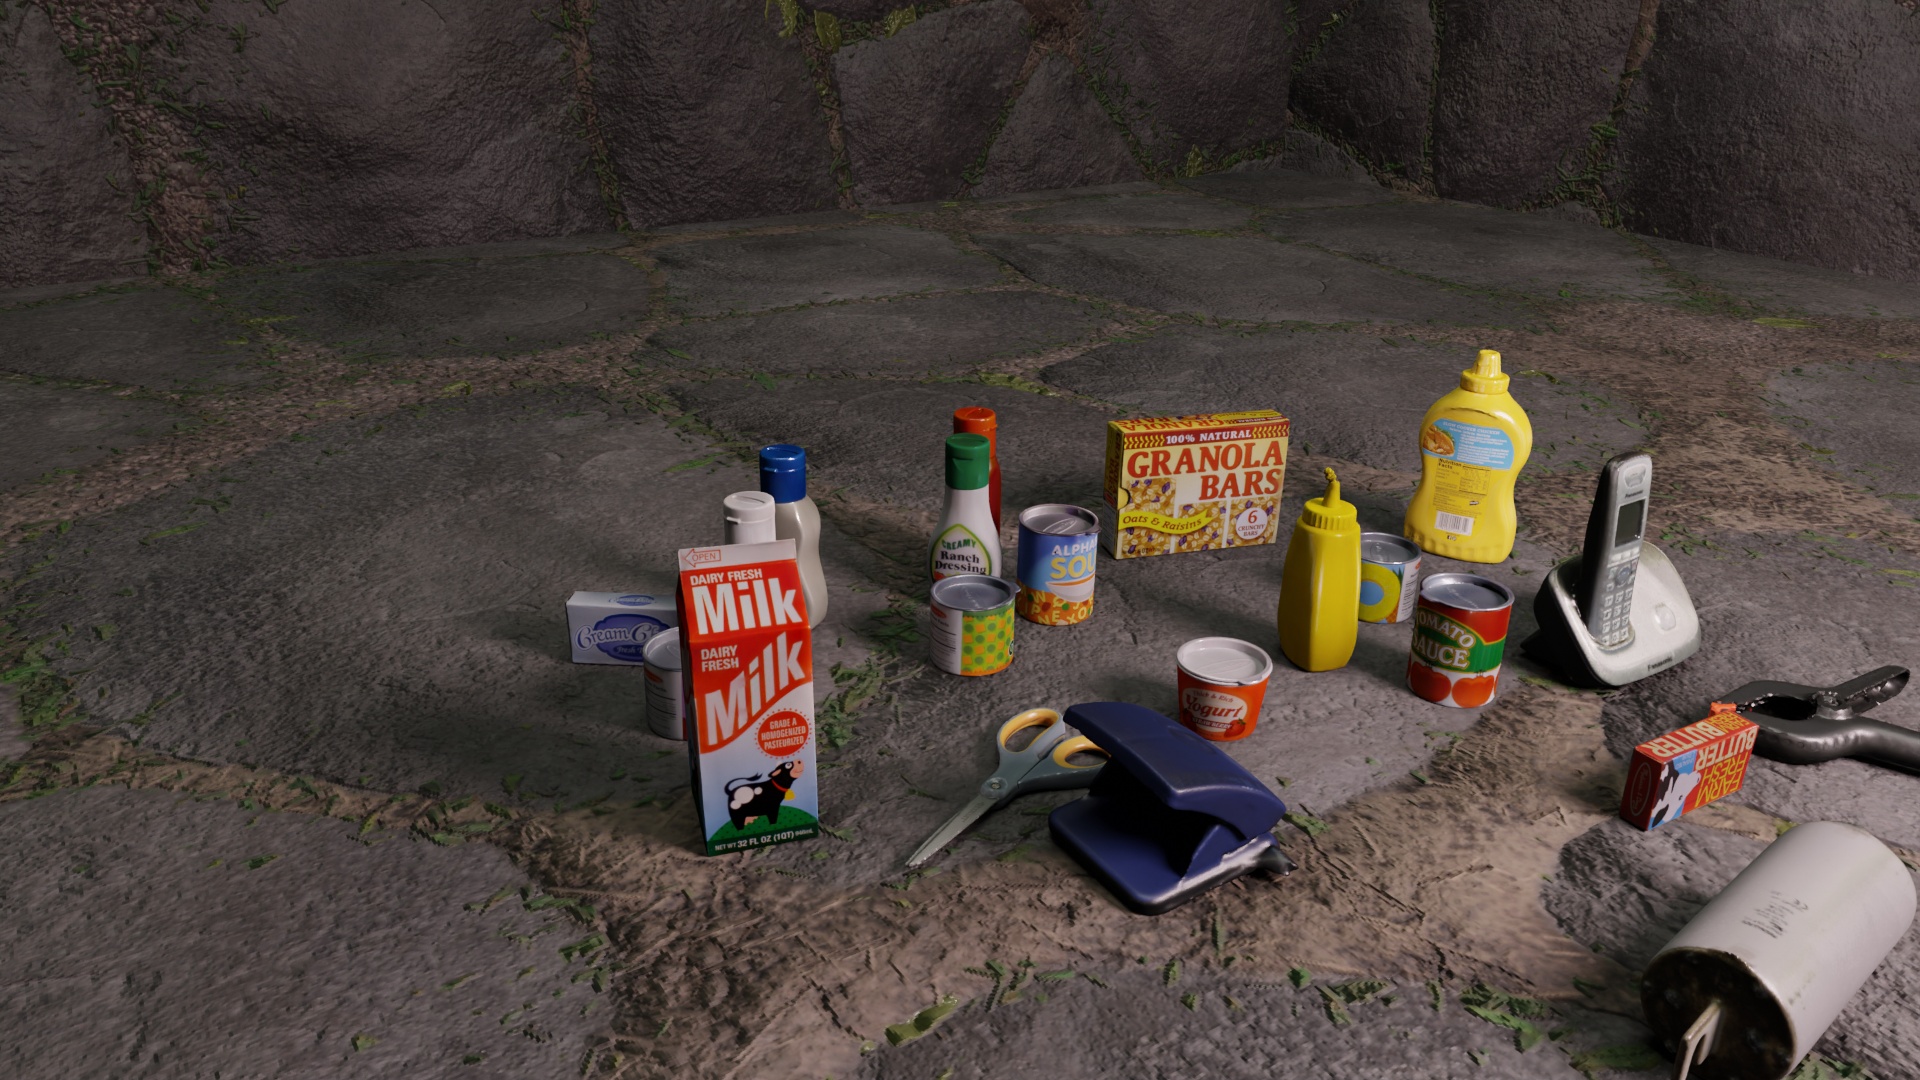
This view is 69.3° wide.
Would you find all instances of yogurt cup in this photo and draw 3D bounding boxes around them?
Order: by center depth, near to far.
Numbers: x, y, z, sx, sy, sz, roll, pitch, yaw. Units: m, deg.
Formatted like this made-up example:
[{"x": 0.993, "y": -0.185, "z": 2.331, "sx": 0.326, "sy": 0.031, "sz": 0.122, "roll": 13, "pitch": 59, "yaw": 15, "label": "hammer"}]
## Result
[{"x": 0.186, "y": 0.107, "z": 0.995, "sx": 0.072, "sy": 0.053, "sz": 0.073, "roll": 1, "pitch": 23, "yaw": 0, "label": "yogurt cup"}]

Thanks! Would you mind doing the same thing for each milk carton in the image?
[{"x": -0.132, "y": 0.089, "z": 0.850, "sx": 0.072, "sy": 0.189, "sz": 0.073, "roll": -6, "pitch": 24, "yaw": -17, "label": "milk carton"}]

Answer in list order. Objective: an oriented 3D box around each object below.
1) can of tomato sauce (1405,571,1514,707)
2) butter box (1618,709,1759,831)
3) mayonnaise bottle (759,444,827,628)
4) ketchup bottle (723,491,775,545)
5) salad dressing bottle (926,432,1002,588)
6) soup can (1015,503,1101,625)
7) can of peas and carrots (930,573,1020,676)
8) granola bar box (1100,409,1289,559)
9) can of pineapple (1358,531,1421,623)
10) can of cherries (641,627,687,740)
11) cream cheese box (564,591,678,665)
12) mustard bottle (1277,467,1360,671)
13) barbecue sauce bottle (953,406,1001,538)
[{"x": 0.372, "y": 0.075, "z": 1.043, "sx": 0.071, "sy": 0.082, "sz": 0.071, "roll": 1, "pitch": 23, "yaw": 0, "label": "can of tomato sauce"}, {"x": 0.477, "y": 0.150, "z": 0.911, "sx": 0.104, "sy": 0.053, "sz": 0.024, "roll": -12, "pitch": 26, "yaw": -28, "label": "butter box"}, {"x": -0.140, "y": -0.002, "z": 1.116, "sx": 0.065, "sy": 0.147, "sz": 0.041, "roll": 11, "pitch": 25, "yaw": 22, "label": "mayonnaise bottle"}, {"x": -0.153, "y": 0.039, "z": 1.019, "sx": 0.065, "sy": 0.148, "sz": 0.044, "roll": 13, "pitch": 26, "yaw": 27, "label": "ketchup bottle"}, {"x": 0.004, "y": -0.014, "z": 1.151, "sx": 0.064, "sy": 0.147, "sz": 0.044, "roll": 7, "pitch": 24, "yaw": 13, "label": "salad dressing bottle"}, {"x": 0.082, "y": 0.021, "z": 1.154, "sx": 0.071, "sy": 0.083, "sz": 0.071, "roll": 1, "pitch": 23, "yaw": 0, "label": "soup can"}, {"x": 0.011, "y": 0.065, "z": 1.080, "sx": 0.071, "sy": 0.058, "sz": 0.071, "roll": 1, "pitch": 23, "yaw": 0, "label": "can of peas and carrots"}, {"x": 0.216, "y": -0.052, "z": 1.279, "sx": 0.166, "sy": 0.123, "sz": 0.039, "roll": -6, "pitch": 24, "yaw": -15, "label": "granola bar box"}, {"x": 0.351, "y": 0.031, "z": 1.176, "sx": 0.071, "sy": 0.057, "sz": 0.071, "roll": 1, "pitch": 23, "yaw": 0, "label": "can of pineapple"}, {"x": -0.189, "y": 0.100, "z": 0.988, "sx": 0.071, "sy": 0.058, "sz": 0.072, "roll": 1, "pitch": 23, "yaw": 0, "label": "can of cherries"}, {"x": -0.248, "y": 0.069, "z": 1.065, "sx": 0.104, "sy": 0.053, "sz": 0.024, "roll": 2, "pitch": 23, "yaw": 3, "label": "cream cheese box"}, {"x": 0.280, "y": 0.020, "z": 1.068, "sx": 0.049, "sy": 0.159, "sz": 0.065, "roll": -5, "pitch": 24, "yaw": -15, "label": "mustard bottle"}, {"x": 0.011, "y": -0.041, "z": 1.212, "sx": 0.044, "sy": 0.148, "sz": 0.065, "roll": 12, "pitch": 25, "yaw": 25, "label": "barbecue sauce bottle"}]
